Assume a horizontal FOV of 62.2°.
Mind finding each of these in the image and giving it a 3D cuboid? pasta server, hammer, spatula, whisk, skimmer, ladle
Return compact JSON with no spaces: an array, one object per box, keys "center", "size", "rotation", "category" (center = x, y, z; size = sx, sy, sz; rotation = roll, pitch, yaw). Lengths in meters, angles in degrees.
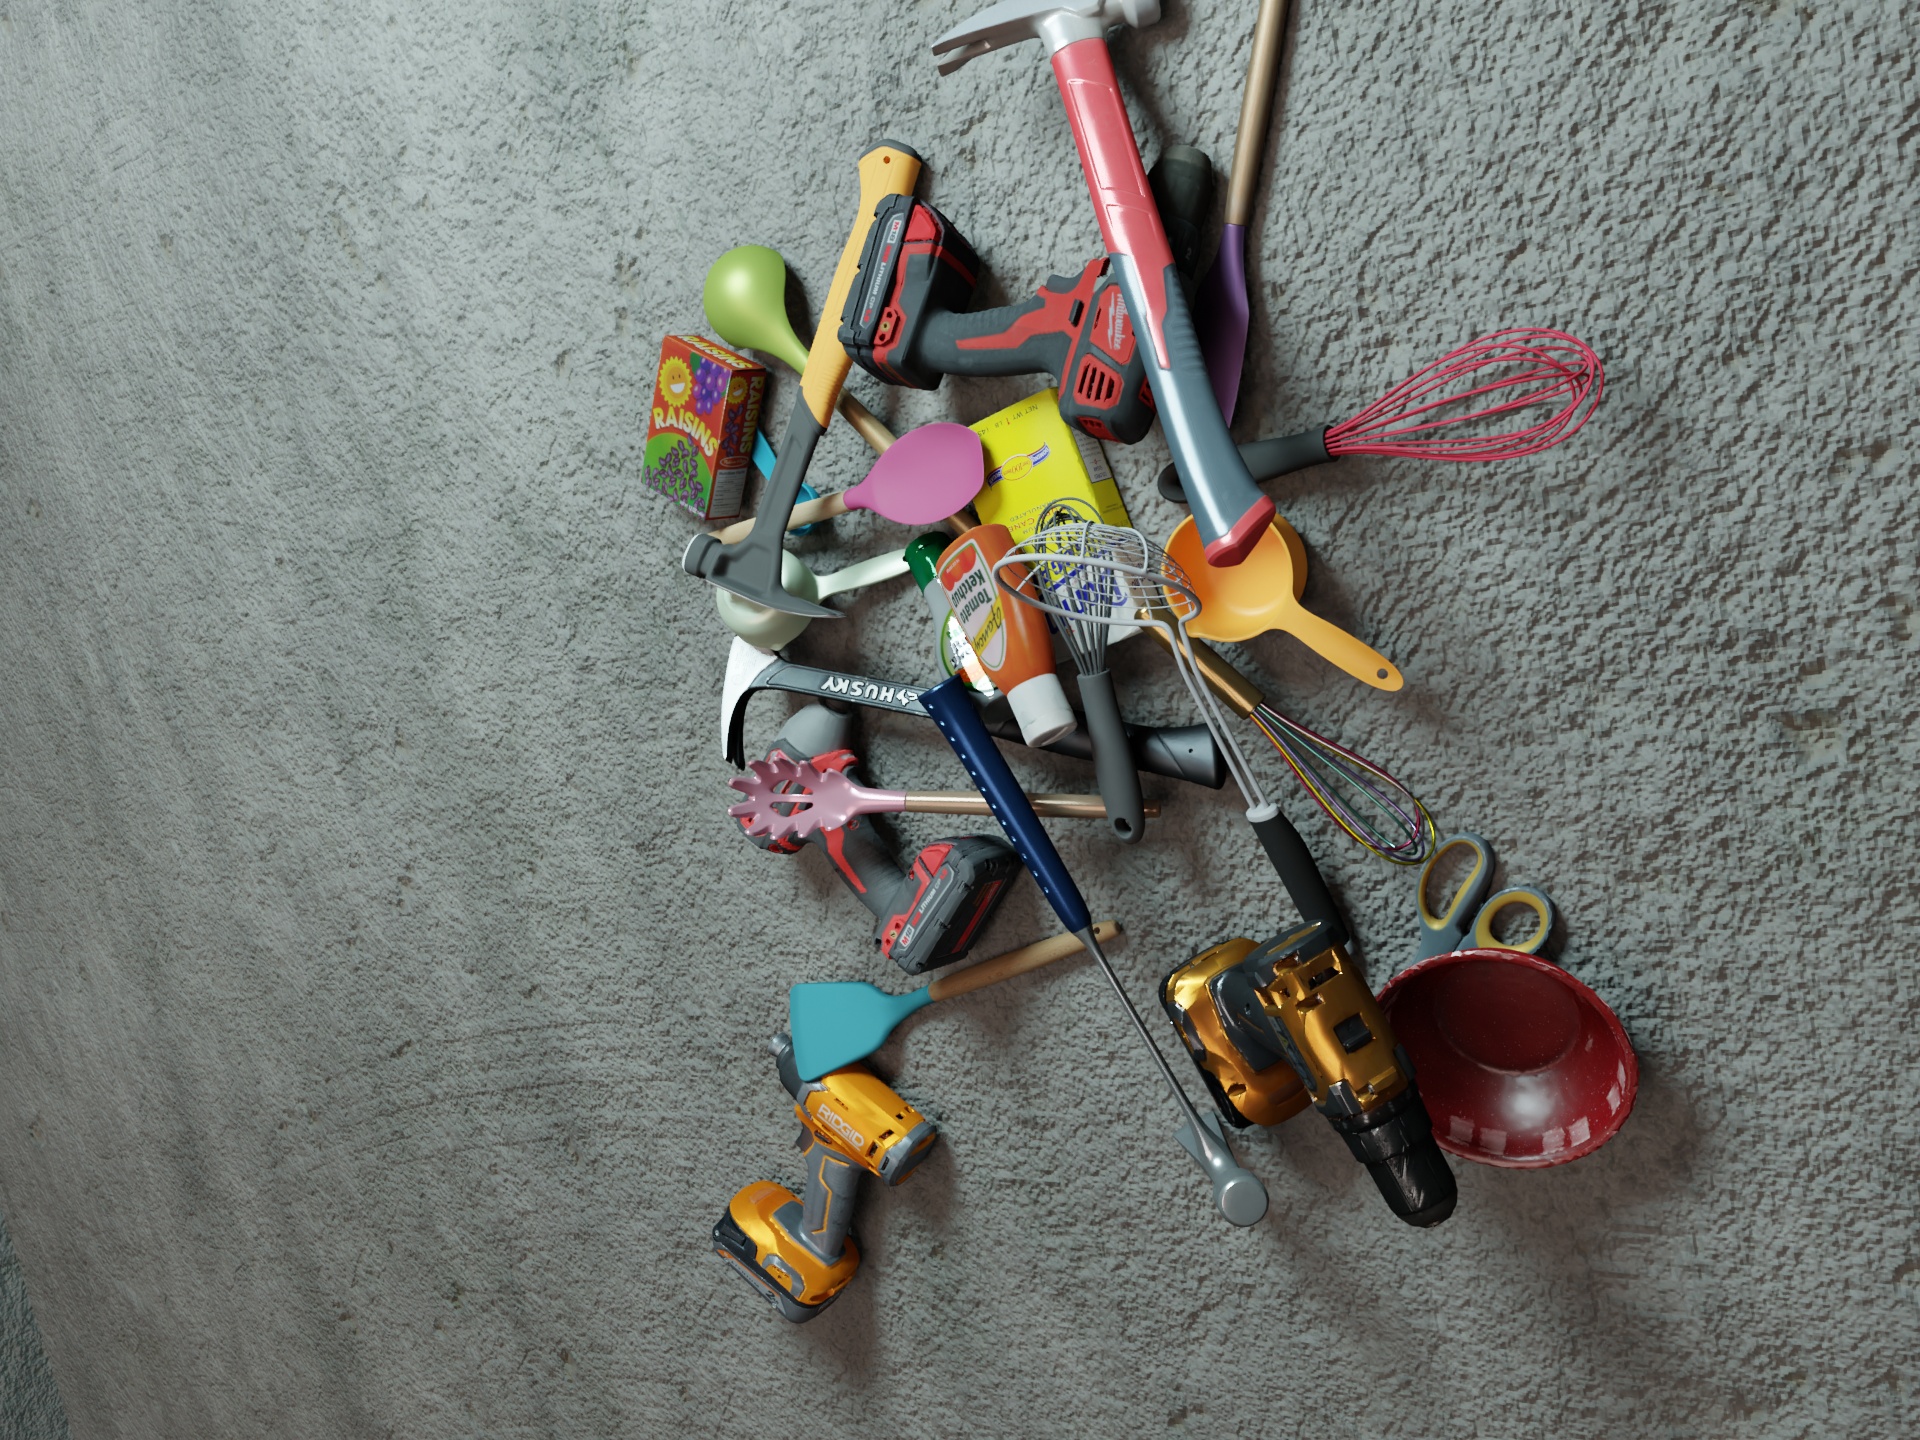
[{"center":[-0.014,0.059,1.146],"size":[0.316,0.040,0.060],"rotation":[1,88,16],"category":"pasta server"},{"center":[-0.090,-0.241,1.128],"size":[0.127,0.034,0.337],"rotation":[23,99,17],"category":"hammer"},{"center":[-0.009,0.208,1.249],"size":[0.317,0.044,0.082],"rotation":[-26,61,34],"category":"spatula"},{"center":[0.092,-0.031,1.060],"size":[0.055,0.055,0.239],"rotation":[-6,103,35],"category":"whisk"},{"center":[0.174,-0.334,0.986],"size":[0.060,0.018,0.315],"rotation":[31,120,47],"category":"spatula"},{"center":[0.210,0.005,1.036],"size":[0.245,0.051,0.047],"rotation":[43,91,10],"category":"whisk"},{"center":[0.087,0.150,1.091],"size":[0.035,0.144,0.405],"rotation":[-31,92,-1],"category":"hammer"},{"center":[0.148,0.026,1.004],"size":[0.127,0.090,0.363],"rotation":[-4,122,55],"category":"skimmer"},{"center":[0.093,-0.268,0.946],"size":[0.143,0.038,0.386],"rotation":[-16,75,8],"category":"hammer"},{"center":[-0.002,-0.004,1.163],"size":[0.409,0.036,0.149],"rotation":[12,76,26],"category":"hammer"},{"center":[-0.074,-0.229,1.176],"size":[0.320,0.062,0.078],"rotation":[46,116,6],"category":"ladle"},{"center":[0.243,-0.174,0.968],"size":[0.296,0.073,0.073],"rotation":[-9,98,42],"category":"whisk"}]

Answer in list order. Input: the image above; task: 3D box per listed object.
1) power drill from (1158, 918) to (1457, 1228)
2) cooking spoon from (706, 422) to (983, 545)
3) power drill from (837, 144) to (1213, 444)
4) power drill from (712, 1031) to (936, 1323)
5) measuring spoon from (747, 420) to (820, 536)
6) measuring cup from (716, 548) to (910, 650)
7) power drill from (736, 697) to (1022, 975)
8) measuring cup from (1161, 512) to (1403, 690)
[{"center":[0.219,0.220,1.004],"size":[0.185,0.084,0.226],"rotation":[61,167,4],"category":"power drill"},{"center":[-0.099,-0.159,1.184],"size":[0.319,0.017,0.069],"rotation":[-9,85,43],"category":"cooking spoon"},{"center":[0.049,-0.287,1.033],"size":[0.227,0.080,0.188],"rotation":[17,88,29],"category":"power drill"},{"center":[-0.129,0.383,1.361],"size":[0.164,0.084,0.226],"rotation":[36,116,21],"category":"power drill"},{"center":[-0.142,-0.199,1.242],"size":[0.042,0.021,0.129],"rotation":[-47,67,39],"category":"measuring spoon"},{"center":[-0.109,-0.108,1.202],"size":[0.167,0.038,0.083],"rotation":[-15,65,18],"category":"measuring cup"},{"center":[-0.068,0.082,1.230],"size":[0.220,0.078,0.143],"rotation":[38,110,24],"category":"power drill"},{"center":[0.212,-0.074,1.017],"size":[0.174,0.052,0.095],"rotation":[36,115,16],"category":"measuring cup"}]
